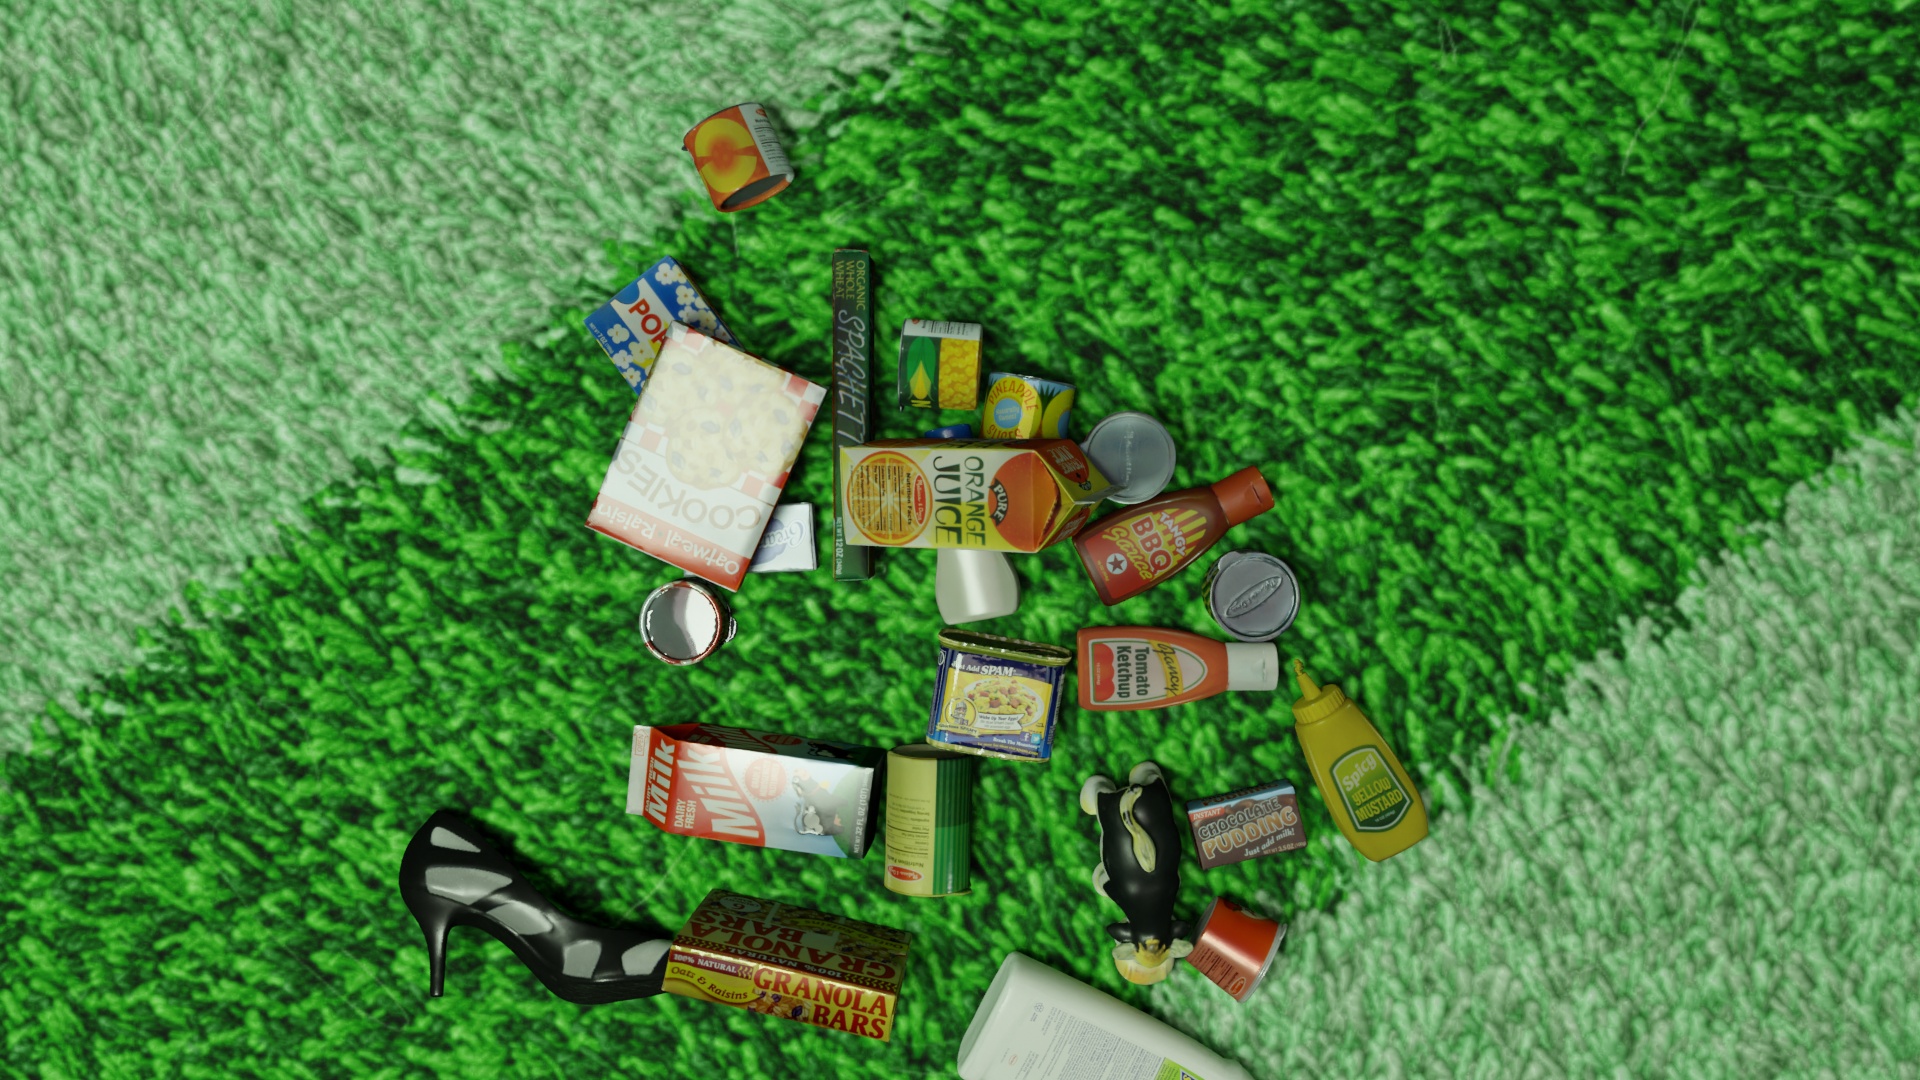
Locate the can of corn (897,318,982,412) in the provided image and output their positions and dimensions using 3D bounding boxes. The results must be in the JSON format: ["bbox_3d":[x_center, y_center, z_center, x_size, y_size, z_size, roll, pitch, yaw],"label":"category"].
[{"bbox_3d":[-0.015,-0.129,1.041,0.058,0.071,0.071,4,93,3],"label":"can of corn"}]

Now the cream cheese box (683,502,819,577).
[{"bbox_3d":[-0.163,-0.001,1.074,0.104,0.024,0.053,-3,93,3],"label":"cream cheese box"}]

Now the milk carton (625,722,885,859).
[{"bbox_3d":[-0.158,0.187,1.057,0.191,0.073,0.072,7,93,3],"label":"milk carton"}]

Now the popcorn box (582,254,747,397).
[{"bbox_3d":[-0.214,-0.141,1.064,0.085,0.038,0.126,-37,90,5],"label":"popcorn box"}]

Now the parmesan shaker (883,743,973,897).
[{"bbox_3d":[-0.021,0.210,1.053,0.071,0.071,0.103,2,92,3],"label":"parmesan shaker"}]

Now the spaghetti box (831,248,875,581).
[{"bbox_3d":[-0.081,-0.094,1.053,0.029,0.050,0.249,0,92,2],"label":"spaghetti box"}]

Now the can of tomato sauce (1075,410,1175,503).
[{"bbox_3d":[0.120,-0.061,1.028,0.071,0.083,0.071,0,93,3],"label":"can of tomato sauce"}]

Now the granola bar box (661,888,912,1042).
[{"bbox_3d":[-0.124,0.312,1.035,0.166,0.124,0.039,12,95,2],"label":"granola bar box"}]

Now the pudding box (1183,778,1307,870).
[{"bbox_3d":[0.218,0.216,1.061,0.084,0.030,0.049,-13,91,3],"label":"pudding box"}]

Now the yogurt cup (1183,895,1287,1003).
[{"bbox_3d":[0.205,0.306,1.049,0.054,0.072,0.072,30,94,9],"label":"yogurt cup"}]

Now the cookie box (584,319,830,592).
[{"bbox_3d":[-0.187,-0.062,1.029,0.123,0.040,0.167,24,97,-5],"label":"cookie box"}]

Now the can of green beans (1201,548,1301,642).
[{"bbox_3d":[0.216,0.040,1.040,0.071,0.058,0.071,0,93,3],"label":"can of green beans"}]

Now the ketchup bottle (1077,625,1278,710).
[{"bbox_3d":[0.163,0.096,1.052,0.149,0.043,0.064,-1,93,2],"label":"ketchup bottle"}]

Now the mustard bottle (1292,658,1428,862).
[{"bbox_3d":[0.290,0.161,1.045,0.065,0.049,0.160,-31,91,2],"label":"mustard bottle"}]

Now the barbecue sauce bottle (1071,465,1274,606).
[{"bbox_3d":[0.162,-0.009,1.048,0.148,0.044,0.065,-26,96,3],"label":"barbecue sauce bottle"}]

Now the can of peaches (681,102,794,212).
[{"bbox_3d":[-0.167,-0.285,1.043,0.071,0.071,0.058,-26,92,4],"label":"can of peaches"}]

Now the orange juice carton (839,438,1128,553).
[{"bbox_3d":[0.016,-0.034,0.982,0.192,0.072,0.073,2,100,25],"label":"orange juice carton"}]

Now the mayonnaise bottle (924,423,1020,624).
[{"bbox_3d":[0.004,-0.013,1.058,0.065,0.041,0.148,-10,90,9],"label":"mayonnaise bottle"}]

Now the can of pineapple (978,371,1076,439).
[{"bbox_3d":[0.048,-0.093,1.037,0.071,0.071,0.058,10,93,2],"label":"can of pineapple"}]

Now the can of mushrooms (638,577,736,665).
[{"bbox_3d":[-0.211,0.063,1.075,0.071,0.033,0.071,0,92,3],"label":"can of mushrooms"}]
